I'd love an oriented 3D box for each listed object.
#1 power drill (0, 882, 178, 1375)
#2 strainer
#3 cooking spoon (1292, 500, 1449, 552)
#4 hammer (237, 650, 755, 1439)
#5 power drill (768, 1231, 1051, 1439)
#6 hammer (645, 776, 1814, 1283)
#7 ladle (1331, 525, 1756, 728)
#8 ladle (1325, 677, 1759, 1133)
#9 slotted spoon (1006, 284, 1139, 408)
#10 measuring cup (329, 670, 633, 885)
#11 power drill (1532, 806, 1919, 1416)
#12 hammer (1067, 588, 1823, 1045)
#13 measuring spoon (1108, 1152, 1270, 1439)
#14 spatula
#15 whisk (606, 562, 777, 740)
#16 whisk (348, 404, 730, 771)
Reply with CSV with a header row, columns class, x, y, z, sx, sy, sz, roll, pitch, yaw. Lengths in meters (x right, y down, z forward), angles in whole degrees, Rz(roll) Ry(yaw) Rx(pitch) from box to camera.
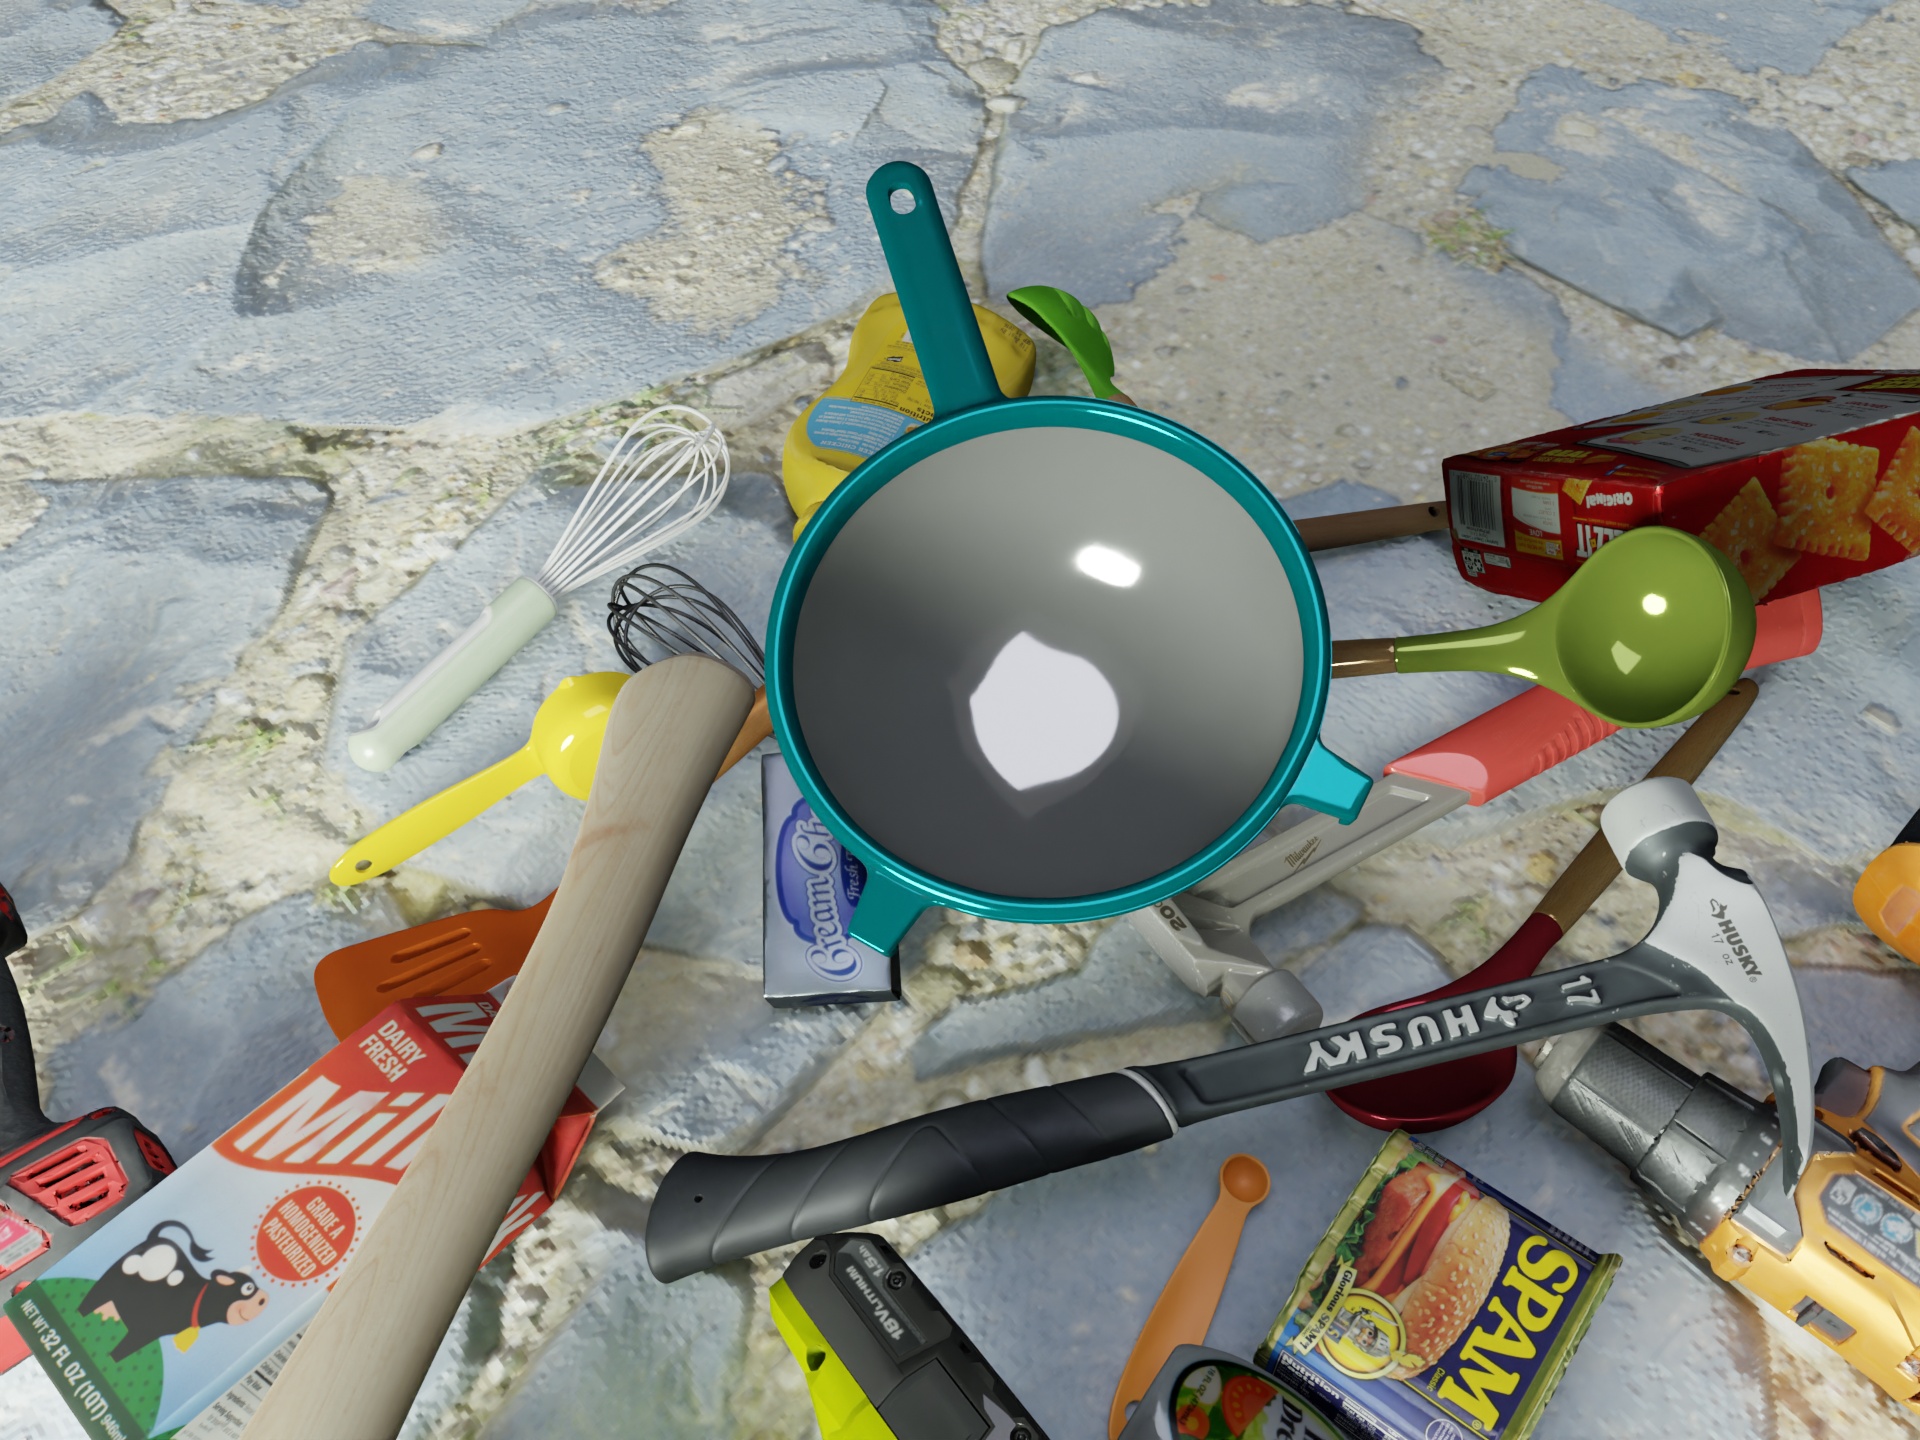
class,x,y,z,sx,sy,sz,roll,pitch,yaw
power drill,-0.389,0.144,0.579,0.143,0.078,0.220,-33,62,-23
strainer,0.018,-0.072,0.653,0.211,0.095,0.341,-16,68,-1
cooking spoon,0.097,-0.079,0.772,0.319,0.017,0.069,-10,75,-13
hammer,-0.144,0.136,0.515,0.146,0.038,0.411,15,51,7
power drill,-0.082,0.264,0.465,0.228,0.080,0.191,-39,51,-13
hammer,0.086,0.134,0.557,0.409,0.036,0.149,-15,49,4
ladle,0.152,-0.027,0.661,0.320,0.062,0.078,-4,80,24
ladle,0.256,0.069,0.664,0.315,0.031,0.069,-38,38,-28
slotted spoon,0.086,-0.139,0.772,0.031,0.070,0.314,-45,38,19
measuring cup,-0.195,0.035,0.678,0.156,0.062,0.029,-31,46,-9
power drill,0.344,0.122,0.594,0.185,0.084,0.226,36,64,26
hammer,0.228,0.007,0.692,0.359,0.036,0.149,-26,54,-17
measuring spoon,0.081,0.207,0.569,0.021,0.011,0.117,29,60,9
spatula,-0.121,0.022,0.660,0.322,0.041,0.081,-43,41,-11
whisk,-0.070,0.003,0.706,0.239,0.055,0.055,34,59,19
whisk,-0.196,-0.066,0.759,0.058,0.059,0.246,1,44,52
